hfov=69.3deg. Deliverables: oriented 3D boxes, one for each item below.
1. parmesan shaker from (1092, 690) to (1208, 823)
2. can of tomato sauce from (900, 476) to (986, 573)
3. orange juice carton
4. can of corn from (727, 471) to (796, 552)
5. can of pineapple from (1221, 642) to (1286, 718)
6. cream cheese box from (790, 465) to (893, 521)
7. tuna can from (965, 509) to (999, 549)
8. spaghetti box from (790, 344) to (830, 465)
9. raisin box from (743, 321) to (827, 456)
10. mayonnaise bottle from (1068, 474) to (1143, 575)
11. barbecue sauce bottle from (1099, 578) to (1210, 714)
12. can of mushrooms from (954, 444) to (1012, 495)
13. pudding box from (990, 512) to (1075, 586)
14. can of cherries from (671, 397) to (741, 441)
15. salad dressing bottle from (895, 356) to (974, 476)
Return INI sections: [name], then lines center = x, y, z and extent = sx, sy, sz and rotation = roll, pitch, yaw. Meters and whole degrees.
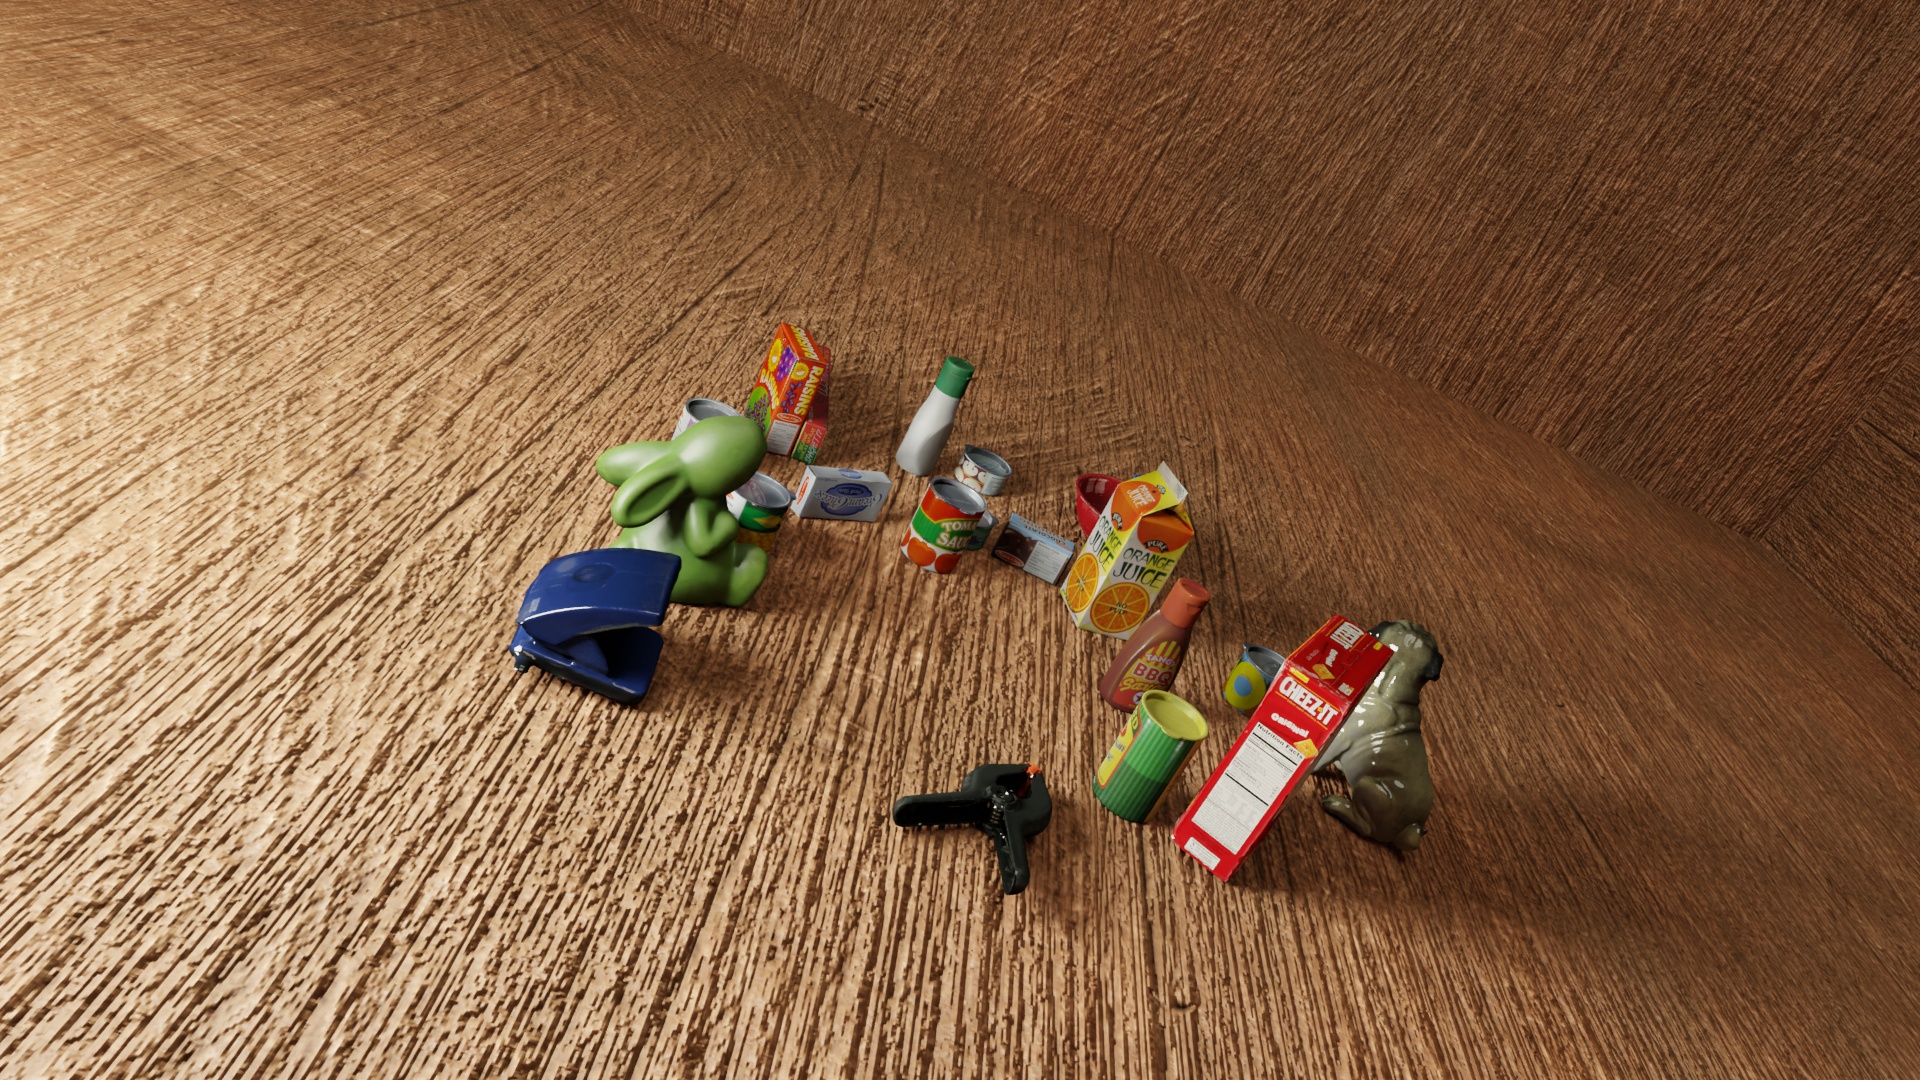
[parmesan shaker]
center = 0.168, 0.196, 1.246
extent = 0.071, 0.102, 0.071
rotation = 22, 25, -11
[can of tomato sauce]
center = -0.018, -0.015, 1.490
extent = 0.071, 0.082, 0.071
rotation = 22, 25, -11
[orange juice carton]
center = 0.189, 0.009, 1.516
extent = 0.073, 0.191, 0.072
rotation = 15, 27, -24
[can of corn]
center = -0.204, -0.027, 1.362
extent = 0.071, 0.058, 0.071
rotation = 22, 25, -11
[can of pineapple]
center = 0.329, 0.156, 1.529
extent = 0.071, 0.057, 0.071
rotation = 22, 25, -11
[cream cheese box]
center = -0.127, -0.049, 1.484
extent = 0.104, 0.053, 0.024
rotation = 3, 34, -41
[tuna can]
center = 0.006, -0.020, 1.580
extent = 0.071, 0.032, 0.071
rotation = 22, 26, -11
[spaghetti box]
center = -0.178, -0.169, 1.666
extent = 0.029, 0.050, 0.251
rotation = 20, 26, -15
[raisin box]
center = -0.199, -0.170, 1.562
extent = 0.040, 0.123, 0.086
rotation = 12, 29, -29
[mayonnaise bottle]
center = 0.180, -0.005, 1.586
extent = 0.065, 0.147, 0.041
rotation = 1, 35, -44
[barbecue sauce bottle]
center = 0.199, 0.106, 1.392
extent = 0.065, 0.148, 0.044
rotation = 18, 26, -19
[can of mushrooms]
center = 0.026, -0.088, 1.728
extent = 0.071, 0.033, 0.071
rotation = 22, 26, -11
[pudding box]
center = 0.083, 0.010, 1.579
extent = 0.084, 0.049, 0.030
rotation = 26, 25, -3
[can of cherries]
center = -0.264, -0.107, 1.456
extent = 0.071, 0.058, 0.072
rotation = 22, 25, -11
[salad dressing bottle]
center = -0.028, -0.149, 1.658
extent = 0.044, 0.147, 0.064
rotation = 37, 26, 20
